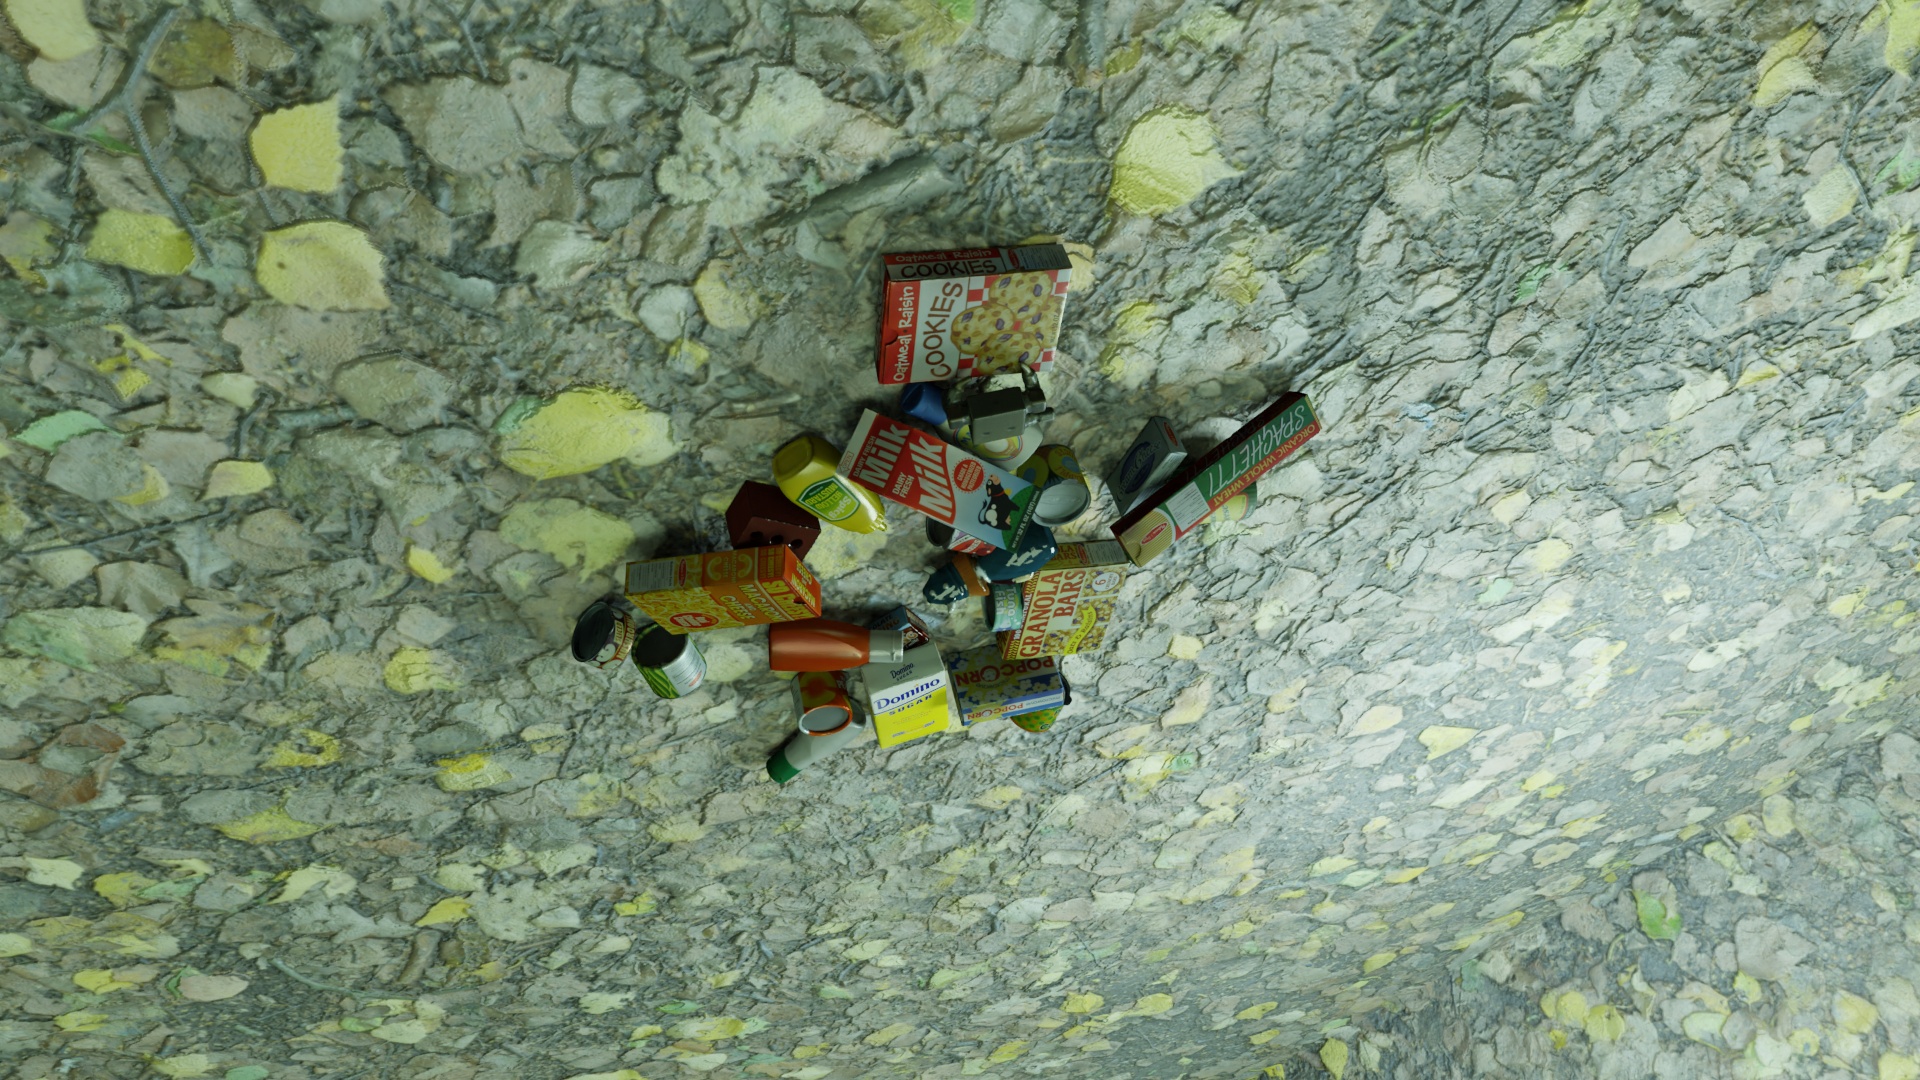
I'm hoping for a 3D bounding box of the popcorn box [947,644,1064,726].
[{"bbox_3d":[0.054,0.168,1.669,0.127,0.085,0.038,-11,139,-6],"label":"popcorn box"}]

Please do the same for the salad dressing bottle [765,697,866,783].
[{"bbox_3d":[-0.180,0.249,1.714,0.147,0.044,0.064,-39,141,26],"label":"salad dressing bottle"}]

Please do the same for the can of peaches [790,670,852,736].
[{"bbox_3d":[-0.162,0.189,1.639,0.071,0.058,0.071,-10,140,-8],"label":"can of peaches"}]

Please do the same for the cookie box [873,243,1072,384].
[{"bbox_3d":[0.009,-0.204,1.259,0.168,0.040,0.122,-6,140,-13],"label":"cookie box"}]

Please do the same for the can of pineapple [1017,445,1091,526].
[{"bbox_3d":[0.098,-0.058,1.445,0.071,0.058,0.070,-10,140,-9],"label":"can of pineapple"}]

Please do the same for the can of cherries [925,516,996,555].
[{"bbox_3d":[0.005,-0.018,1.448,0.058,0.072,0.071,13,132,-32],"label":"can of cherries"}]

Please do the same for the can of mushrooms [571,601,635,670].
[{"bbox_3d":[-0.372,0.100,1.453,0.071,0.071,0.033,-37,137,22],"label":"can of mushrooms"}]

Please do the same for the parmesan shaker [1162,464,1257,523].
[{"bbox_3d":[0.262,-0.052,1.503,0.103,0.071,0.071,-6,139,-13],"label":"parmesan shaker"}]

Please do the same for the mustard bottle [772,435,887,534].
[{"bbox_3d":[-0.118,-0.045,1.390,0.065,0.049,0.160,-32,138,19],"label":"mustard bottle"}]

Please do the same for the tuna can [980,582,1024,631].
[{"bbox_3d":[0.047,0.069,1.566,0.033,0.071,0.070,-4,139,-14],"label":"tuna can"}]

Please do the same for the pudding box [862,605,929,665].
[{"bbox_3d":[-0.084,0.113,1.601,0.083,0.030,0.049,-29,138,14],"label":"pudding box"}]

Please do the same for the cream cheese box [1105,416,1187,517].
[{"bbox_3d":[0.195,-0.075,1.464,0.024,0.053,0.103,8,135,-29],"label":"cream cheese box"}]

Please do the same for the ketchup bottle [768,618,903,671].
[{"bbox_3d":[-0.139,0.117,1.551,0.149,0.044,0.064,2,126,-3],"label":"ketchup bottle"}]

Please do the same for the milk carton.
[{"bbox_3d":[-0.024,-0.059,1.352,0.190,0.073,0.072,25,88,-22],"label":"milk carton"}]

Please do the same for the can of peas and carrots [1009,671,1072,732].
[{"bbox_3d":[0.099,0.199,1.734,0.071,0.071,0.058,2,138,-21],"label":"can of peas and carrots"}]

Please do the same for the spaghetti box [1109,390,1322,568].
[{"bbox_3d":[0.268,-0.065,1.450,0.250,0.029,0.050,-37,117,-6],"label":"spaghetti box"}]

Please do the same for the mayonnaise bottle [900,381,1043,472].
[{"bbox_3d":[0.009,-0.116,1.359,0.148,0.041,0.064,21,126,-37],"label":"mayonnaise bottle"}]

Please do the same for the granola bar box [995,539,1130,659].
[{"bbox_3d":[0.117,0.072,1.617,0.124,0.039,0.164,-4,138,-15],"label":"granola bar box"}]

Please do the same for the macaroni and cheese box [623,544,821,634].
[{"bbox_3d":[-0.239,0.052,1.416,0.166,0.040,0.123,-7,157,10],"label":"macaroni and cheese box"}]

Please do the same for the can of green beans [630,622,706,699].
[{"bbox_3d":[-0.317,0.129,1.508,0.071,0.071,0.057,-17,140,0],"label":"can of green beans"}]
